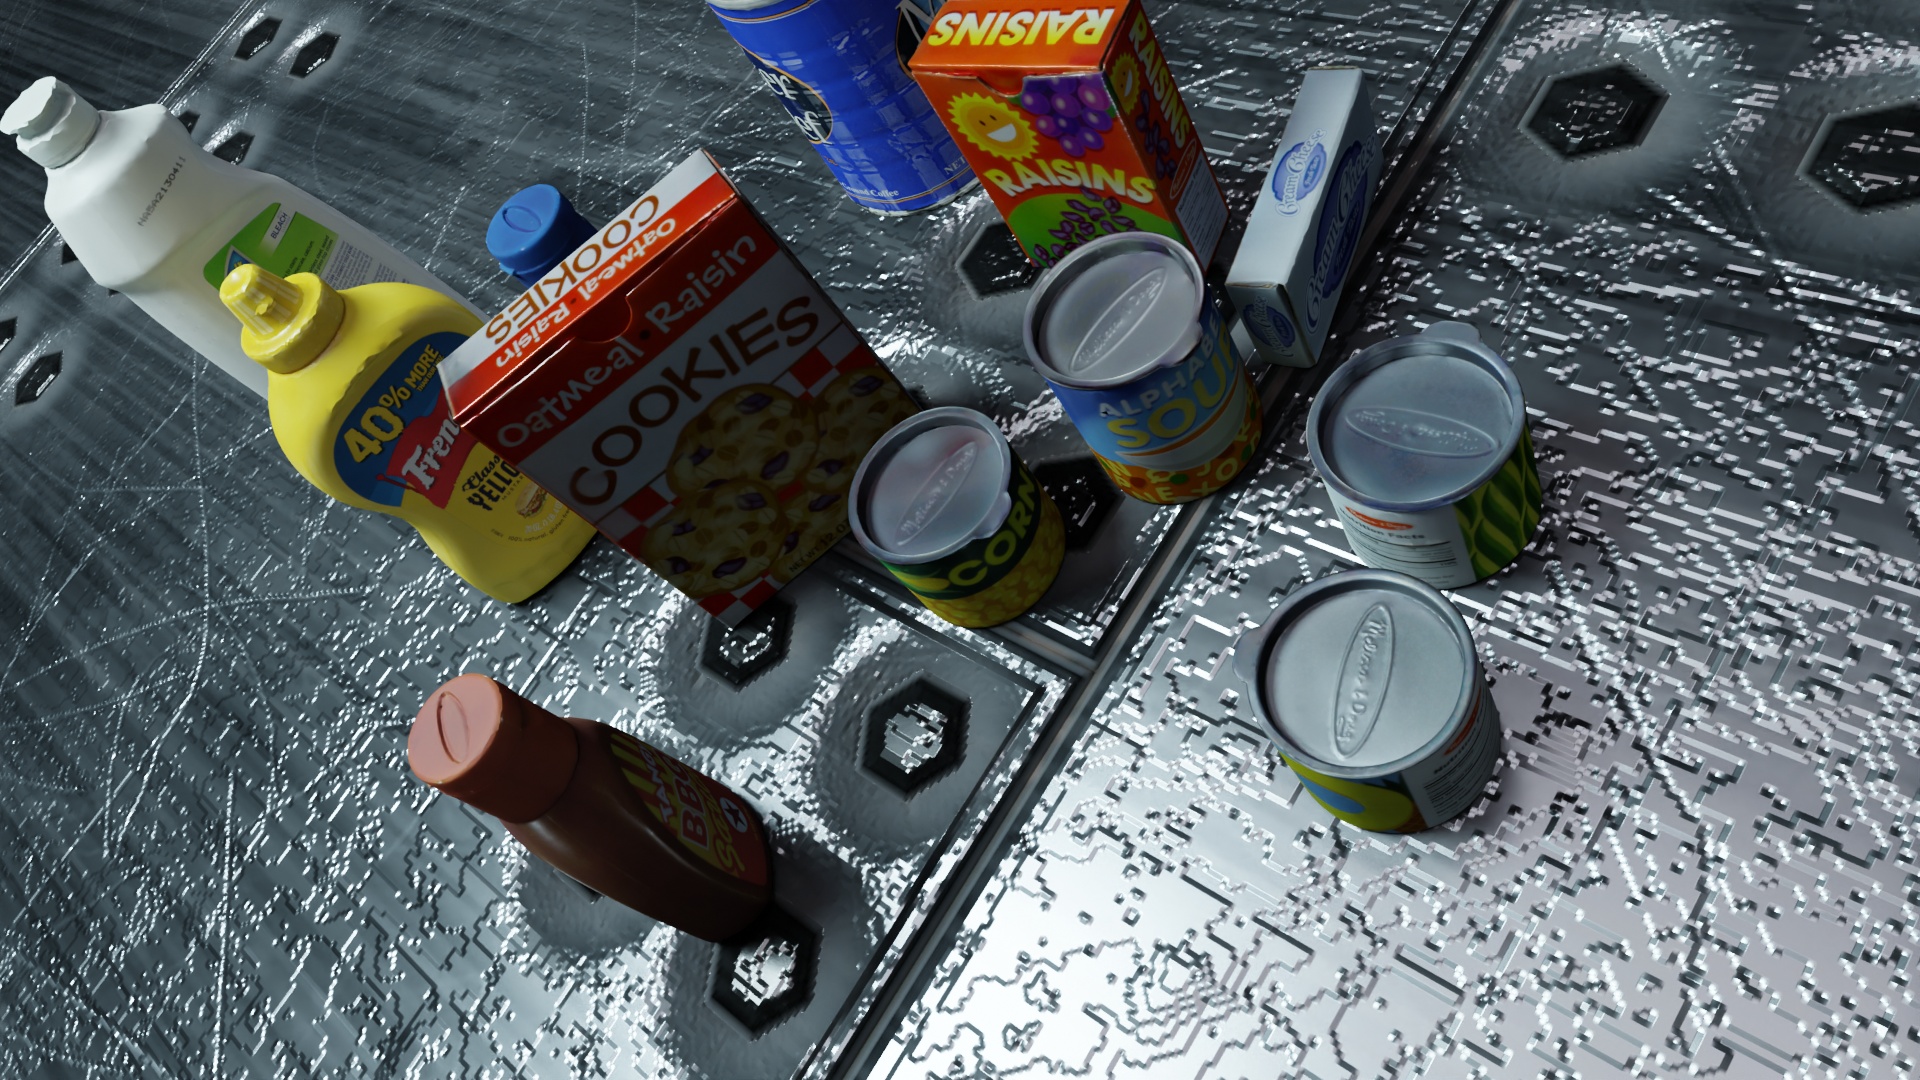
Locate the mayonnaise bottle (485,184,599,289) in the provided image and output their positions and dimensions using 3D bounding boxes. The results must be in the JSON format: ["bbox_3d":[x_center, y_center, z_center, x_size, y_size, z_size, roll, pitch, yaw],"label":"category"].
[{"bbox_3d":[-0.138,-0.091,0.595,0.065,0.147,0.041,31,80,38],"label":"mayonnaise bottle"}]

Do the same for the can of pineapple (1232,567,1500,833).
[{"bbox_3d":[0.126,0.049,0.426,0.071,0.057,0.071,-13,56,21],"label":"can of pineapple"}]

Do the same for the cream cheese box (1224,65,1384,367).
[{"bbox_3d":[0.134,-0.123,0.529,0.024,0.053,0.104,10,67,33],"label":"cream cheese box"}]

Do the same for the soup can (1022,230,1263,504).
[{"bbox_3d":[0.070,-0.059,0.505,0.071,0.083,0.071,-13,57,21],"label":"soup can"}]

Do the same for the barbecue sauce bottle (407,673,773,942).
[{"bbox_3d":[-0.123,0.091,0.476,0.043,0.148,0.065,-37,51,5],"label":"barbecue sauce bottle"}]

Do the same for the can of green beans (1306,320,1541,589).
[{"bbox_3d":[0.153,-0.025,0.456,0.071,0.057,0.071,-13,56,21],"label":"can of green beans"}]

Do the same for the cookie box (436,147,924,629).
[{"bbox_3d":[-0.093,-0.049,0.533,0.123,0.167,0.040,-39,51,2],"label":"cookie box"}]

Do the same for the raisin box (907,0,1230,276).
[{"bbox_3d":[0.046,-0.157,0.552,0.086,0.123,0.040,13,69,34],"label":"raisin box"}]

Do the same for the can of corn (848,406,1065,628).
[{"bbox_3d":[0.002,-0.007,0.526,0.071,0.058,0.071,-13,56,21],"label":"can of corn"}]
